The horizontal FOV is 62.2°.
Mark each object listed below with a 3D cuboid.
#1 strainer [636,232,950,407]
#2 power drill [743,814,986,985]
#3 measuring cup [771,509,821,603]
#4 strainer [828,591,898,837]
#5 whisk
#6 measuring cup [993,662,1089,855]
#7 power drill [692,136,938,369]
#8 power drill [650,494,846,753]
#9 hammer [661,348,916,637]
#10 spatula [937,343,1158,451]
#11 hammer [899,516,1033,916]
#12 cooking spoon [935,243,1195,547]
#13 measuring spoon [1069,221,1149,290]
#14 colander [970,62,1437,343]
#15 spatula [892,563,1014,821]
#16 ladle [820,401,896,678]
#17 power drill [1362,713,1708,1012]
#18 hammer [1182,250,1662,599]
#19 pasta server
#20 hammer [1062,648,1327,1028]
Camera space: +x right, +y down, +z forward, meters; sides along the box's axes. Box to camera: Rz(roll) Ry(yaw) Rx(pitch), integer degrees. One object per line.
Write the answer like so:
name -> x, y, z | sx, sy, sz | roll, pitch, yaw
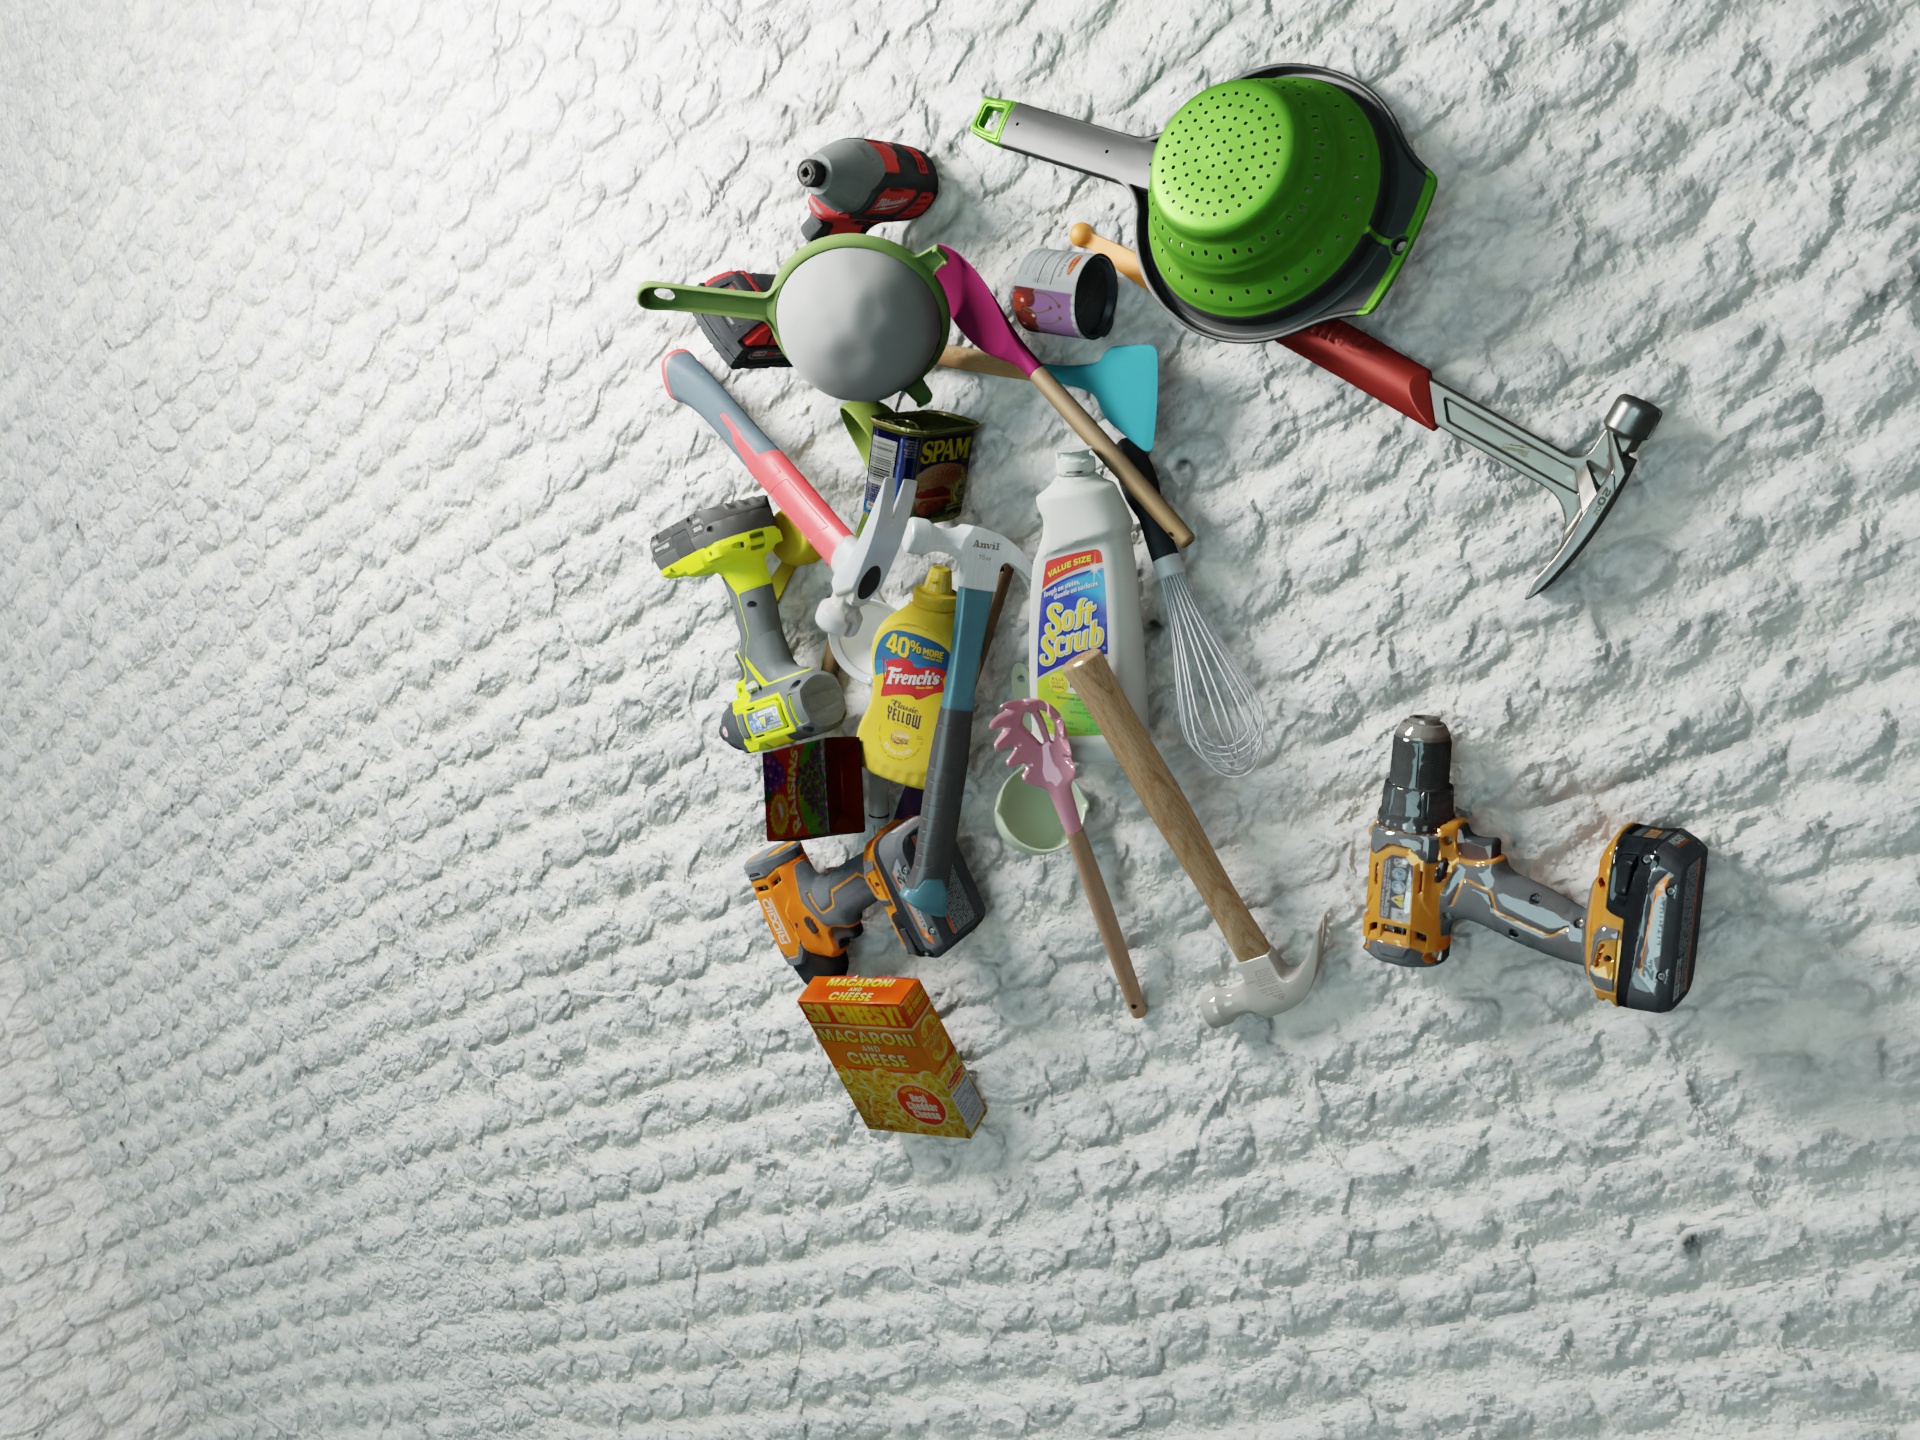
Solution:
strainer -> -0.137, -0.316, 1.283 | 0.256, 0.069, 0.151 | 6, 137, -3
power drill -> -0.089, 0.179, 1.470 | 0.226, 0.084, 0.164 | -17, 99, 41
measuring cup -> -0.176, -0.135, 1.494 | 0.062, 0.029, 0.156 | 45, 121, 19
strainer -> -0.076, -0.010, 1.447 | 0.087, 0.050, 0.258 | 8, 111, 20
whisk -> 0.175, -0.091, 1.250 | 0.070, 0.070, 0.285 | -22, 83, 36
measuring cup -> 0.058, 0.035, 1.362 | 0.038, 0.083, 0.168 | 128, 136, -68
power drill -> -0.127, -0.396, 1.336 | 0.219, 0.143, 0.078 | -42, 76, 36
power drill -> -0.202, -0.082, 1.473 | 0.171, 0.080, 0.223 | -16, 94, 50
hammer -> -0.164, -0.238, 1.383 | 0.387, 0.038, 0.143 | 50, 125, 38
spatula -> 0.034, -0.291, 1.307 | 0.318, 0.044, 0.082 | 18, 122, 32
hammer -> -0.007, 0.003, 1.326 | 0.033, 0.128, 0.331 | -144, 62, -69
cooking spoon -> 0.077, -0.256, 1.254 | 0.319, 0.017, 0.068 | 51, 155, 12
measuring spoon -> 0.130, -0.358, 1.246 | 0.117, 0.011, 0.021 | 38, 119, 22
colander -> 0.140, -0.411, 1.154 | 0.397, 0.094, 0.204 | 30, 99, 33
spatula -> -0.002, -0.005, 1.411 | 0.060, 0.018, 0.315 | 30, 117, 25
ladle -> -0.107, -0.135, 1.433 | 0.078, 0.062, 0.320 | 48, 130, 48
power drill -> 0.397, 0.098, 1.124 | 0.226, 0.084, 0.185 | 10, 104, 37
hammer -> 0.302, -0.238, 1.140 | 0.359, 0.036, 0.149 | 37, 118, 22
pasta server -> 0.099, 0.117, 1.303 | 0.060, 0.040, 0.316 | -11, 112, 25
hammer -> 0.179, 0.090, 1.252 | 0.130, 0.031, 0.331 | -25, 101, 32
